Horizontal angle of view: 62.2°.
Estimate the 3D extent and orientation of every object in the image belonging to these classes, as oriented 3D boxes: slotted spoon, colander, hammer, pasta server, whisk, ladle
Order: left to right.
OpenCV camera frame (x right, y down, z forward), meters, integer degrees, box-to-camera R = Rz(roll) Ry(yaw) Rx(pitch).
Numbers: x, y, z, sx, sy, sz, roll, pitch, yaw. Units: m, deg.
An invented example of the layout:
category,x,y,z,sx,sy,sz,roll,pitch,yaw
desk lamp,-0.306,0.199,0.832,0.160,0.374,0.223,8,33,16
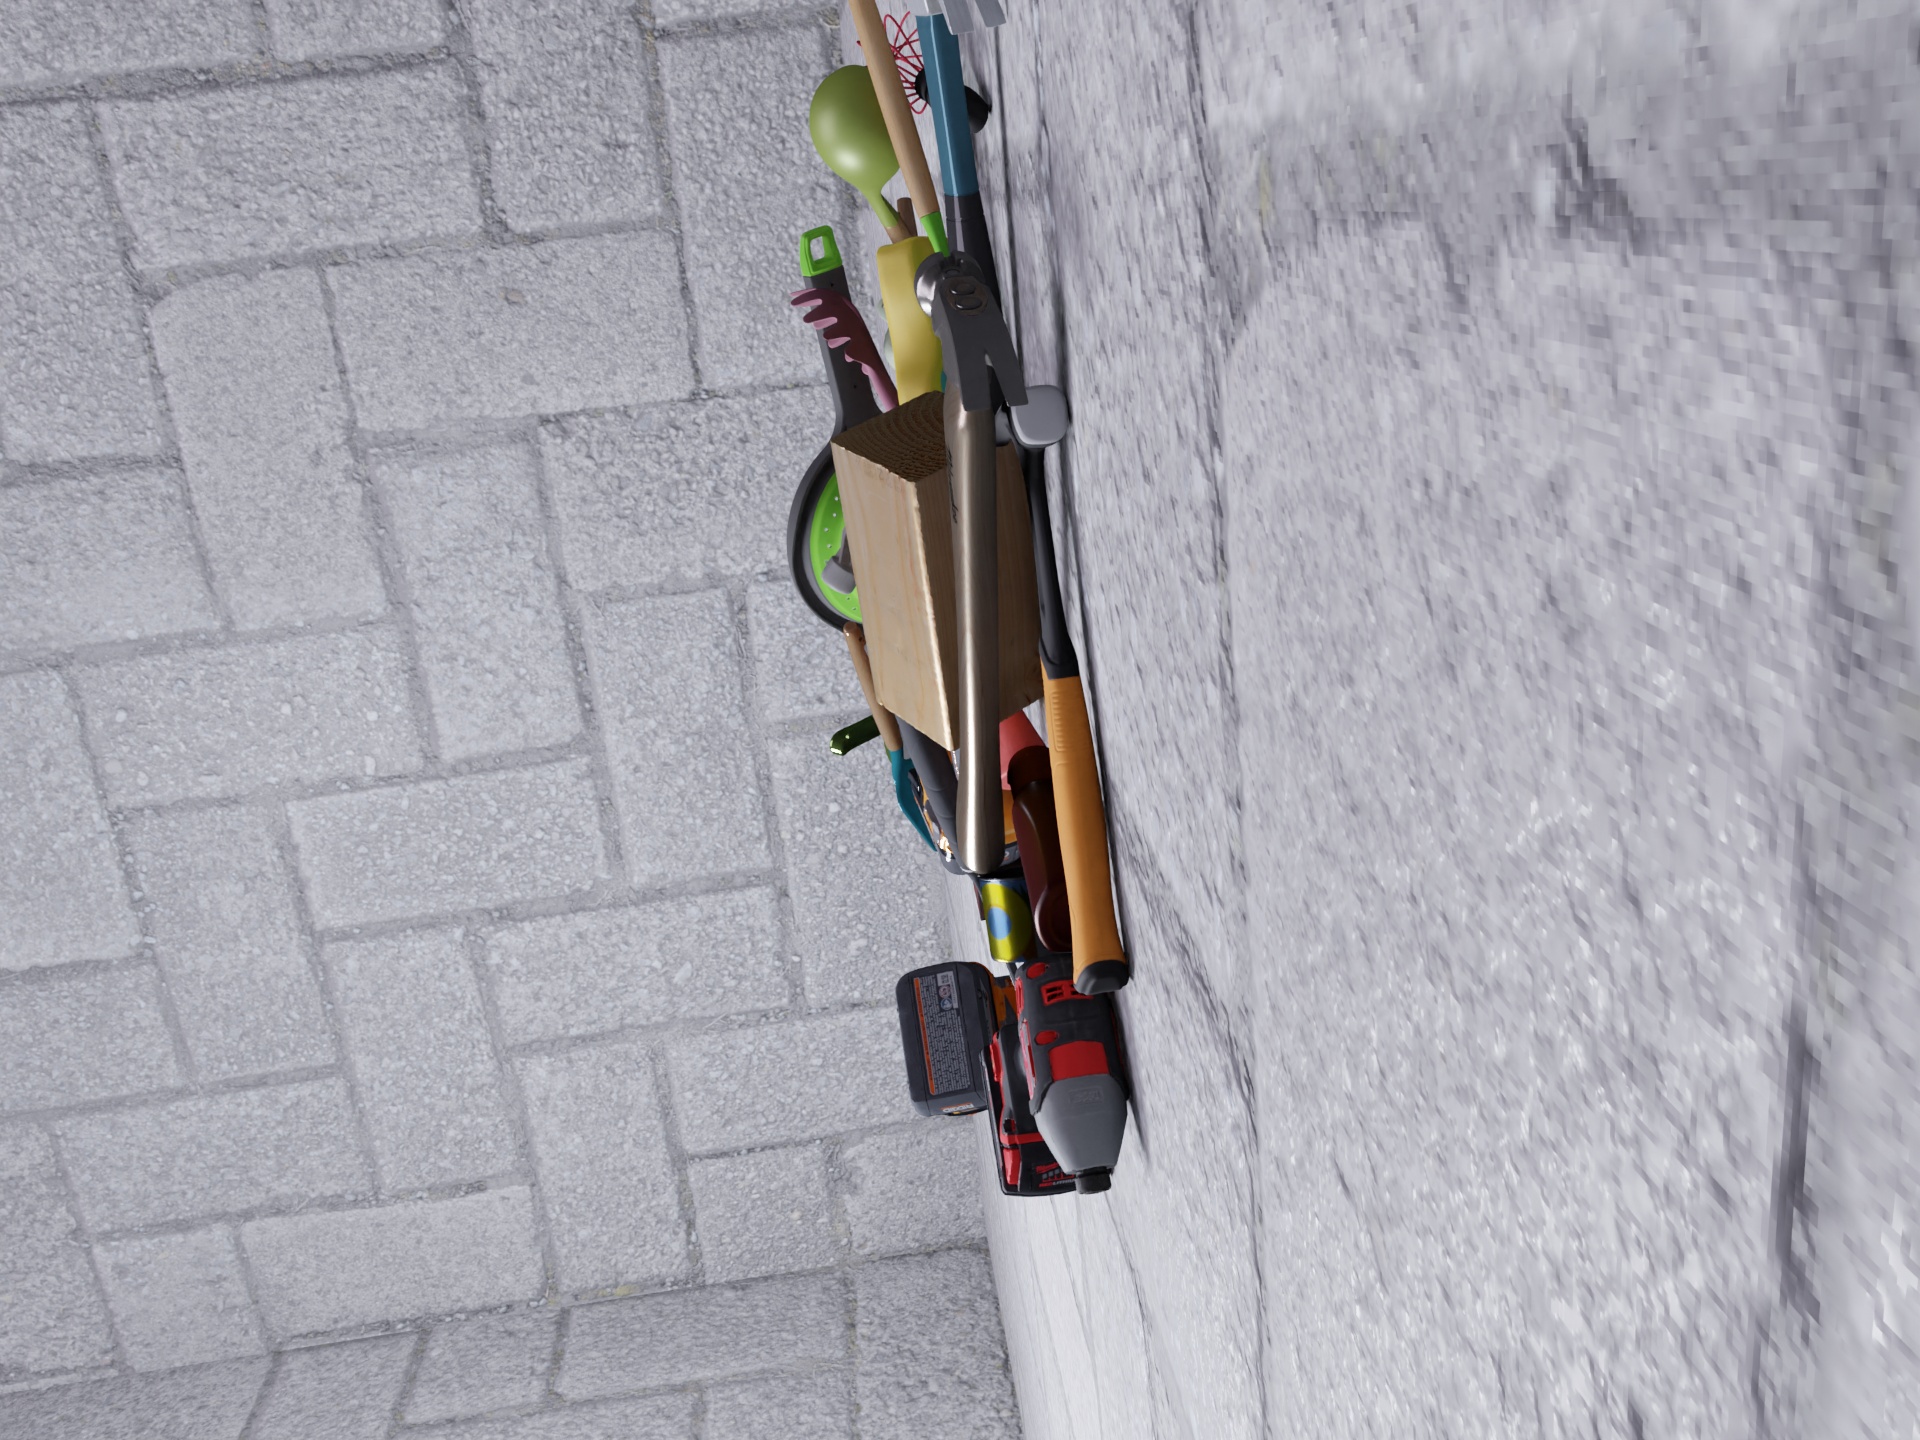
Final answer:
category,x,y,z,sx,sy,sz,roll,pitch,yaw
colander,-0.065,-0.236,1.413,0.095,0.204,0.396,25,136,48
pasta server,-0.040,-0.208,1.220,0.316,0.040,0.060,61,-170,12
ladle,-0.038,-0.379,1.214,0.062,0.078,0.320,-55,-21,-3
slotted spoon,-0.029,-0.361,1.059,0.070,0.031,0.313,-90,-18,-80
whisk,-0.023,-0.446,1.107,0.296,0.073,0.073,-113,15,-58
hammer,-0.009,-0.078,1.221,0.149,0.036,0.359,-56,40,21
hammer,0.003,-0.310,0.973,0.128,0.033,0.330,-136,31,-57
hammer,0.013,0.122,1.199,0.149,0.036,0.408,-123,12,-75
hammer,0.011,-0.055,0.939,0.146,0.038,0.410,-105,9,-49
hammer,0.057,-0.013,0.904,0.127,0.034,0.337,-165,67,-85

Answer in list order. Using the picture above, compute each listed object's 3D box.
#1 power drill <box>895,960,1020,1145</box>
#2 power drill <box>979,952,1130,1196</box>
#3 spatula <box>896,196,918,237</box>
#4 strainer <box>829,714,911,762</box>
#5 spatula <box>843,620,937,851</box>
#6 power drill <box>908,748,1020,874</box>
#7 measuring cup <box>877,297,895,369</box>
category,x,y,z,sx,sy,sz,roll,pitch,yaw
power drill,0.025,0.294,1.369,0.226,0.084,0.164,37,-139,-65
power drill,0.065,0.246,1.041,0.219,0.078,0.143,98,164,-67
spatula,-0.026,-0.282,1.338,0.060,0.018,0.316,-8,90,64
strainer,-0.034,-0.001,1.528,0.256,0.069,0.151,-28,-49,-60
spatula,-0.053,0.008,1.414,0.317,0.044,0.082,72,-143,-57
power drill,-0.002,-0.004,1.348,0.186,0.084,0.226,-115,17,-45
measuring cup,-0.043,-0.317,1.251,0.038,0.083,0.168,33,-170,-37
